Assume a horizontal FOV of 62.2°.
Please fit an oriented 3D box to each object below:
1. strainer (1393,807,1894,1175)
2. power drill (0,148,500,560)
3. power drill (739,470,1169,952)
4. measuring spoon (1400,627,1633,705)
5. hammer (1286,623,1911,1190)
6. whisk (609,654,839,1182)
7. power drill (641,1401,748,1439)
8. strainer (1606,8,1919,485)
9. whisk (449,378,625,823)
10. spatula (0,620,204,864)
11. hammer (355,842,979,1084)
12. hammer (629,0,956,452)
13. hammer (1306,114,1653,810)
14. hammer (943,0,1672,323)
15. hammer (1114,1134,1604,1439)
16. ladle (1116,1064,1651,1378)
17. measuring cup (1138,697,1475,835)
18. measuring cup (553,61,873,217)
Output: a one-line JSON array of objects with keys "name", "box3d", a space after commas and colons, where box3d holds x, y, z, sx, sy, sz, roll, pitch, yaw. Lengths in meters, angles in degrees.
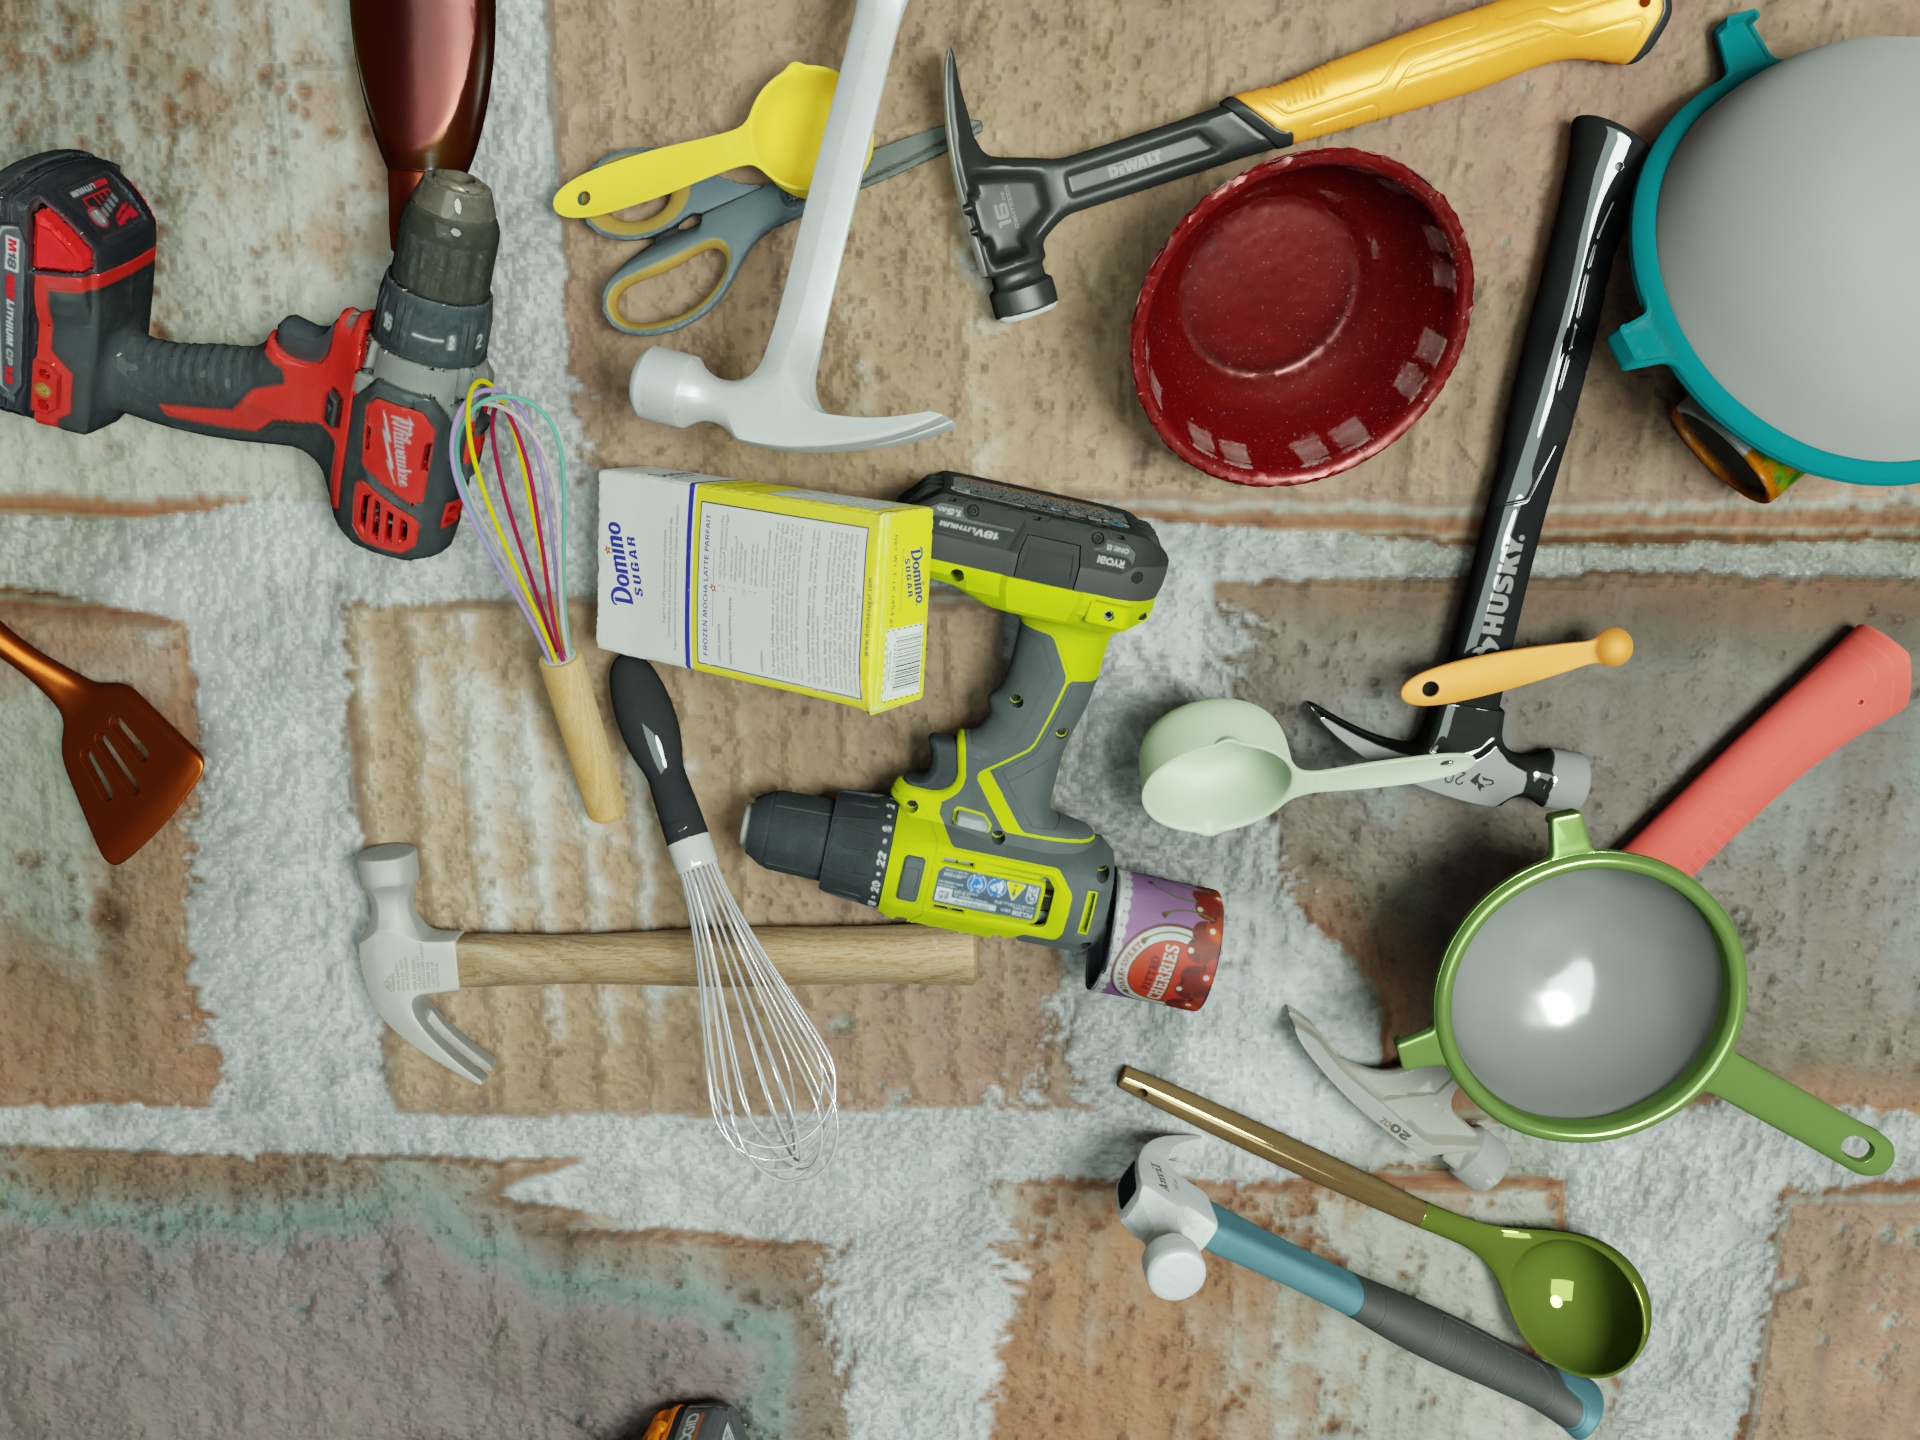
[{"name": "strainer", "box3d": [0.350, 0.153, 0.802, 0.256, 0.069, 0.151, 29, 102, -7]}, {"name": "power drill", "box3d": [-0.327, -0.190, 0.738, 0.226, 0.080, 0.187, 19, 121, -6]}, {"name": "power drill", "box3d": [-0.001, -0.003, 0.801, 0.190, 0.080, 0.228, 12, 107, -3]}, {"name": "measuring spoon", "box3d": [0.276, -0.025, 0.787, 0.117, 0.011, 0.021, -13, 104, 3]}, {"name": "hammer", "box3d": [0.344, 0.085, 0.839, 0.149, 0.037, 0.359, 40, 102, -9]}, {"name": "whisk", "box3d": [-0.125, 0.098, 0.810, 0.070, 0.070, 0.285, -20, 85, 6]}, {"name": "power drill", "box3d": [-0.225, 0.494, 0.929, 0.226, 0.084, 0.164, -14, 104, 9]}, {"name": "strainer", "box3d": [0.469, -0.190, 0.688, 0.340, 0.095, 0.211, 23, 76, 1]}, {"name": "whisk", "box3d": [-0.200, -0.052, 0.781, 0.051, 0.047, 0.244, -20, 125, -17]}, {"name": "spatula", "box3d": [-0.521, -0.063, 0.809, 0.322, 0.041, 0.081, 44, 101, -9]}, {"name": "hammer", "box3d": [-0.155, 0.130, 0.858, 0.331, 0.031, 0.130, -1, 104, 1]}, {"name": "hammer", "box3d": [-0.029, -0.315, 0.701, 0.144, 0.035, 0.405, 15, 93, 9]}, {"name": "hammer", "box3d": [0.274, -0.122, 0.787, 0.146, 0.035, 0.334, 9, 104, -2]}, {"name": "hammer", "box3d": [0.160, -0.295, 0.742, 0.337, 0.034, 0.127, -16, 109, 4]}, {"name": "hammer", "box3d": [0.224, 0.320, 0.869, 0.330, 0.128, 0.033, 29, 104, -16]}, {"name": "ladle", "box3d": [0.231, 0.269, 0.878, 0.320, 0.062, 0.078, 25, 114, -3]}, {"name": "measuring cup", "box3d": [0.171, 0.016, 0.795, 0.167, 0.038, 0.083, -5, 143, -2]}, {"name": "measuring cup", "box3d": [-0.115, -0.261, 0.749, 0.156, 0.029, 0.062, -13, 89, 10]}]
